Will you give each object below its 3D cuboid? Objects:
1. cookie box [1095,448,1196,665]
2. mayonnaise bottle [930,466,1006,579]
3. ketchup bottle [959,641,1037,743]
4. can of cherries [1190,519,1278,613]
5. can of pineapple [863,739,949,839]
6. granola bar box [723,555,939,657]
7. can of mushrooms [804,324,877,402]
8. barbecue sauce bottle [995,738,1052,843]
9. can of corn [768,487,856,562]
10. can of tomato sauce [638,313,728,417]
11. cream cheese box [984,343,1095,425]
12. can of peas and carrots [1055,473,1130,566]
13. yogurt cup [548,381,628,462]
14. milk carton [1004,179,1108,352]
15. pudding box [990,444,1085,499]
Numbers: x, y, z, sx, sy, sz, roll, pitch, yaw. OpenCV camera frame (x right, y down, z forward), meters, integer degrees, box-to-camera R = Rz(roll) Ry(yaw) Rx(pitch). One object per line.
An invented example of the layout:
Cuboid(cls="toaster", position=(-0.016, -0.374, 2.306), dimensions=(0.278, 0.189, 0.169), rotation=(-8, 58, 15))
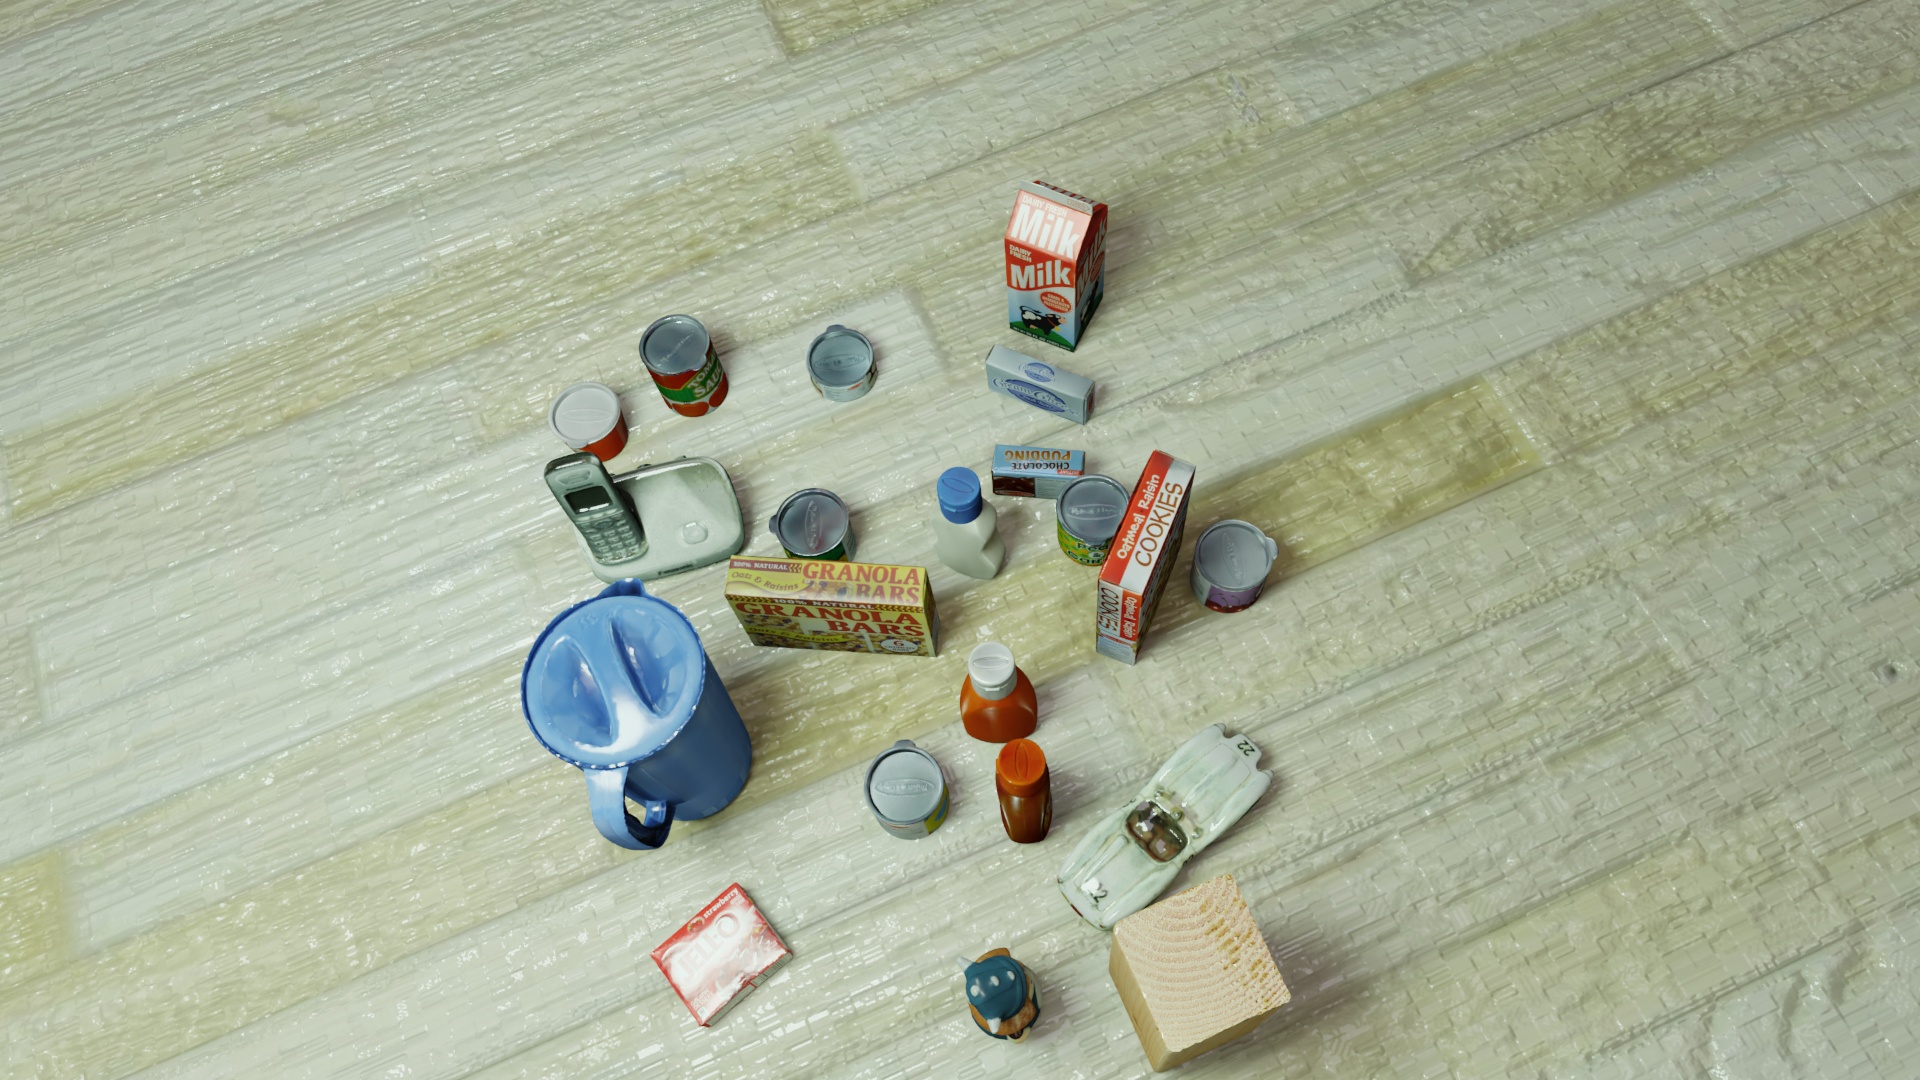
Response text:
Cuboid(cls="cookie box", position=(0.151, 0.017, 1.157), dimensions=(0.040, 0.166, 0.123), rotation=(20, 69, 13))
Cuboid(cls="mayonnaise bottle", position=(0.004, -0.015, 1.194), dimensions=(0.065, 0.147, 0.041), rotation=(21, 69, 13))
Cuboid(cls="ketchup bottle", position=(0.029, 0.124, 1.127), dimensions=(0.065, 0.148, 0.044), rotation=(-3, 66, 3))
Cuboid(cls="can of cherries", position=(0.237, 0.024, 1.207), dimensions=(0.071, 0.058, 0.072), rotation=(-2, 65, 4))
Cuboid(cls="can of pineapple", position=(-0.043, 0.207, 1.145), dimensions=(0.071, 0.057, 0.071), rotation=(-2, 65, 4))
Cuboid(cls="granola bar box", position=(-0.105, 0.057, 1.182), dimensions=(0.165, 0.123, 0.039), rotation=(3, 66, 6))
Cuboid(cls="can of mushrooms", position=(-0.114, -0.170, 1.338), dimensions=(0.071, 0.033, 0.071), rotation=(-2, 65, 4))
Cuboid(cls="barbecue sauce bottle", position=(0.050, 0.193, 1.094), dimensions=(0.044, 0.148, 0.065), rotation=(-3, 66, 3))
Cuboid(cls="can of corn", position=(-0.132, -0.005, 1.249), dimensions=(0.071, 0.058, 0.071), rotation=(-2, 65, 4))
Cuboid(cls="can of tomato sauce", position=(-0.260, -0.164, 1.319), dimensions=(0.071, 0.082, 0.071), rotation=(-2, 65, 4))
Cuboid(cls="cream cheese box", position=(0.075, -0.145, 1.301), dimensions=(0.104, 0.053, 0.024), rotation=(23, 69, 14))
Cuboid(cls="can of peas and carrots", position=(0.118, -0.015, 1.234), dimensions=(0.071, 0.058, 0.071), rotation=(-2, 65, 4))
Cuboid(cls="yogurt cup", position=(-0.349, -0.109, 1.316), dimensions=(0.072, 0.053, 0.072), rotation=(-2, 65, 4))
Cuboid(cls="milk carton", position=(0.088, -0.261, 1.278), dimensions=(0.072, 0.189, 0.074), rotation=(23, 69, 14))
Cuboid(cls="pudding box", position=(0.071, -0.061, 1.264), dimensions=(0.084, 0.049, 0.030), rotation=(4, 66, 6))
